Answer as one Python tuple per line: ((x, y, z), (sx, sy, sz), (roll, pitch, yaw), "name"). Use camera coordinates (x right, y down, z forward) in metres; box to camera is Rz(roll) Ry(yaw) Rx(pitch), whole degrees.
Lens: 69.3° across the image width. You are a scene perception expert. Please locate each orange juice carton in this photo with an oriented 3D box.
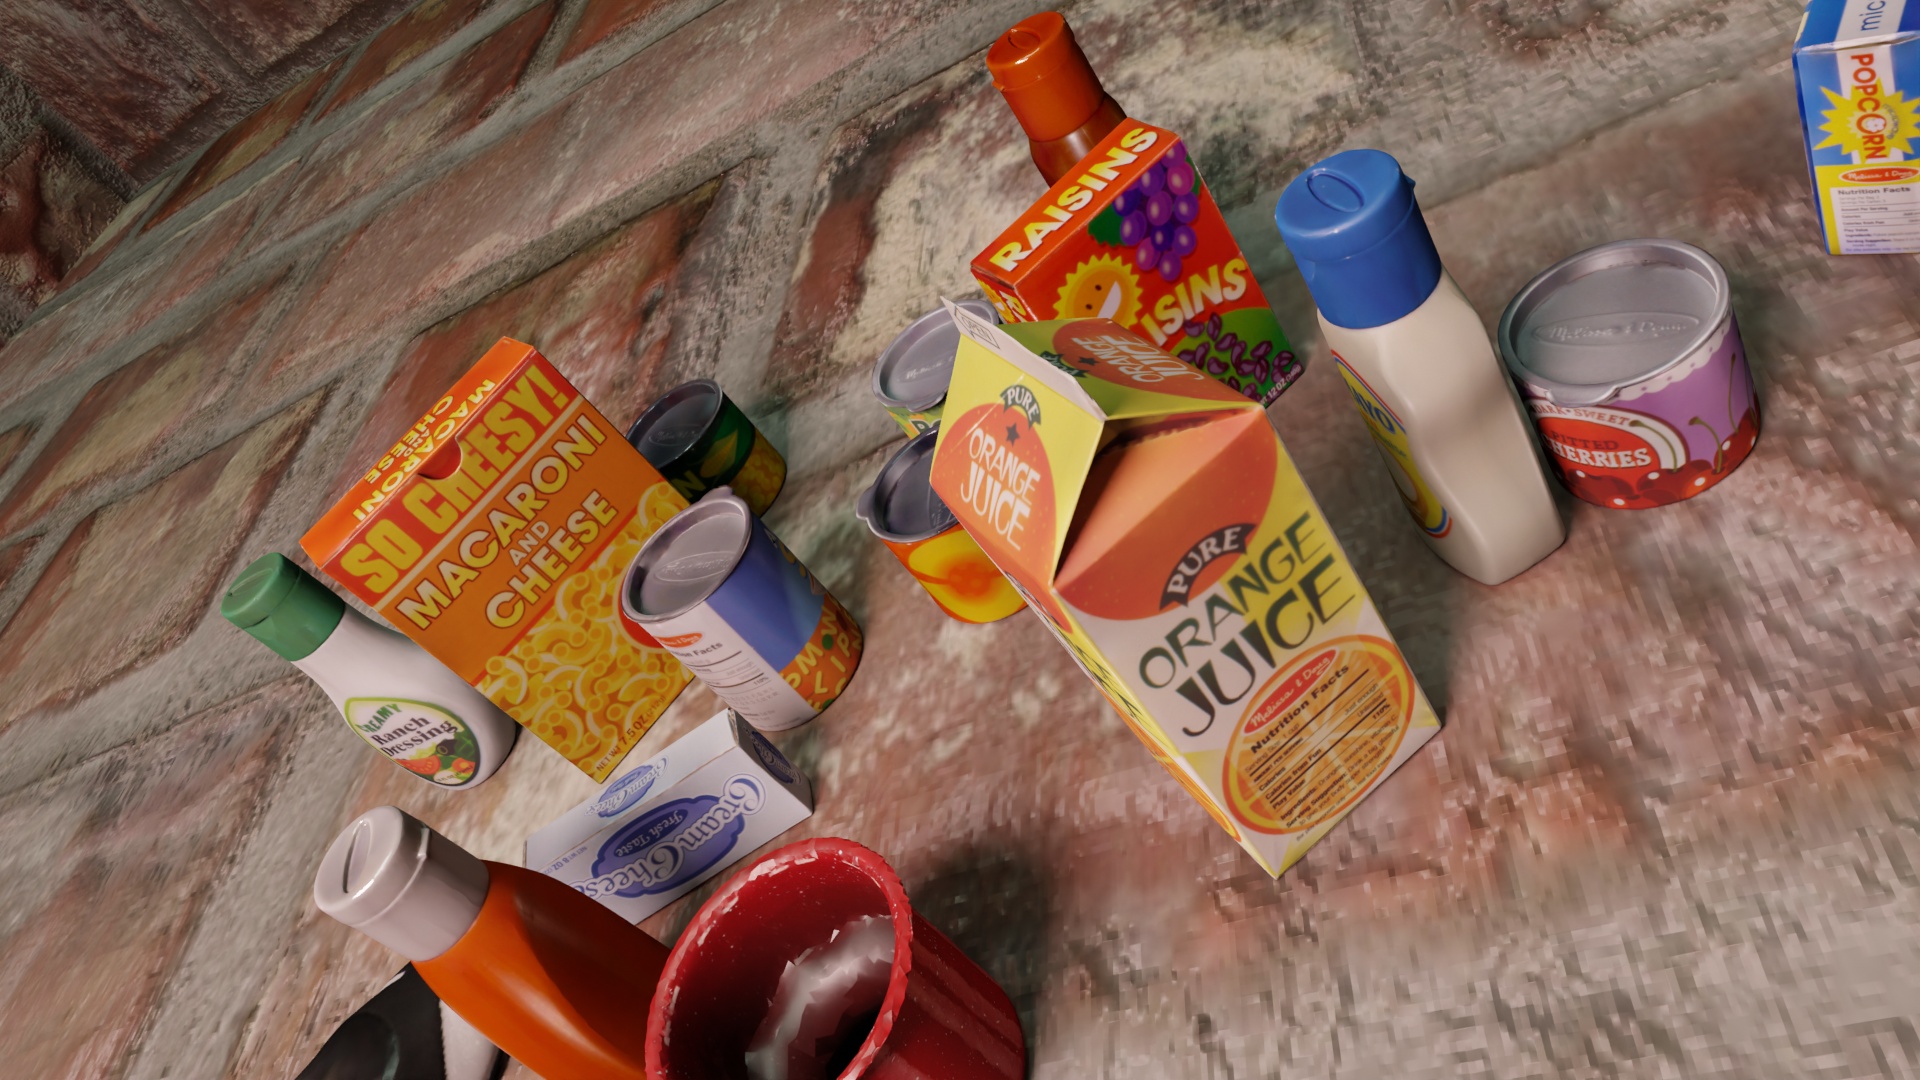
((0.059, 0.008, 0.397), (0.073, 0.192, 0.072), (-42, 37, -3), "orange juice carton")

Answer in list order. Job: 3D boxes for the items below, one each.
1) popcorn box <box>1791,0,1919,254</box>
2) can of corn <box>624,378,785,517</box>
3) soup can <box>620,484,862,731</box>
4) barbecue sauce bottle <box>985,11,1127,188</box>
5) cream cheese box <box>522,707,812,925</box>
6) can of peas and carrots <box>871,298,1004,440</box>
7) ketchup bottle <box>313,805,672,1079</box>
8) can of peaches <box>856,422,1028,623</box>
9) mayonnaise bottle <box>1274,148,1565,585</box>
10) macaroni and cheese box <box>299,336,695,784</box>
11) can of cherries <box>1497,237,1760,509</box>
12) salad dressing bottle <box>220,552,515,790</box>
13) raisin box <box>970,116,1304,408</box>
((0.311, -0.167, 0.455), (0.038, 0.085, 0.127), (5, 55, 43), "popcorn box")
((-0.134, -0.039, 0.721), (0.071, 0.058, 0.071), (-23, 40, 21), "can of corn")
((-0.090, 0.030, 0.591), (0.071, 0.083, 0.072), (-23, 40, 21), "soup can")
((0.062, -0.155, 0.600), (0.043, 0.148, 0.065), (-37, 37, 4), "barbecue sauce bottle")
((-0.115, 0.113, 0.551), (0.104, 0.053, 0.024), (-33, 37, 8), "cream cheese box")
((0.003, -0.065, 0.631), (0.071, 0.058, 0.071), (-23, 40, 21), "can of peas and carrots")
((-0.146, 0.141, 0.469), (0.043, 0.148, 0.065), (-31, 38, 11), "ketchup bottle")
((0.002, -0.007, 0.573), (0.071, 0.058, 0.071), (-23, 40, 21), "can of peaches")
((0.140, -0.051, 0.427), (0.041, 0.147, 0.065), (-35, 37, 7), "mayonnaise bottle")
((-0.180, 0.012, 0.617), (0.124, 0.166, 0.040), (-51, 38, -14), "macaroni and cheese box")
((0.211, -0.050, 0.441), (0.071, 0.058, 0.072), (-23, 40, 21), "can of cherries")
((-0.280, 0.064, 0.663), (0.064, 0.147, 0.044), (-23, 40, 21), "salad dressing bottle")
((0.072, -0.087, 0.543), (0.086, 0.123, 0.040), (-43, 37, -4), "raisin box")
